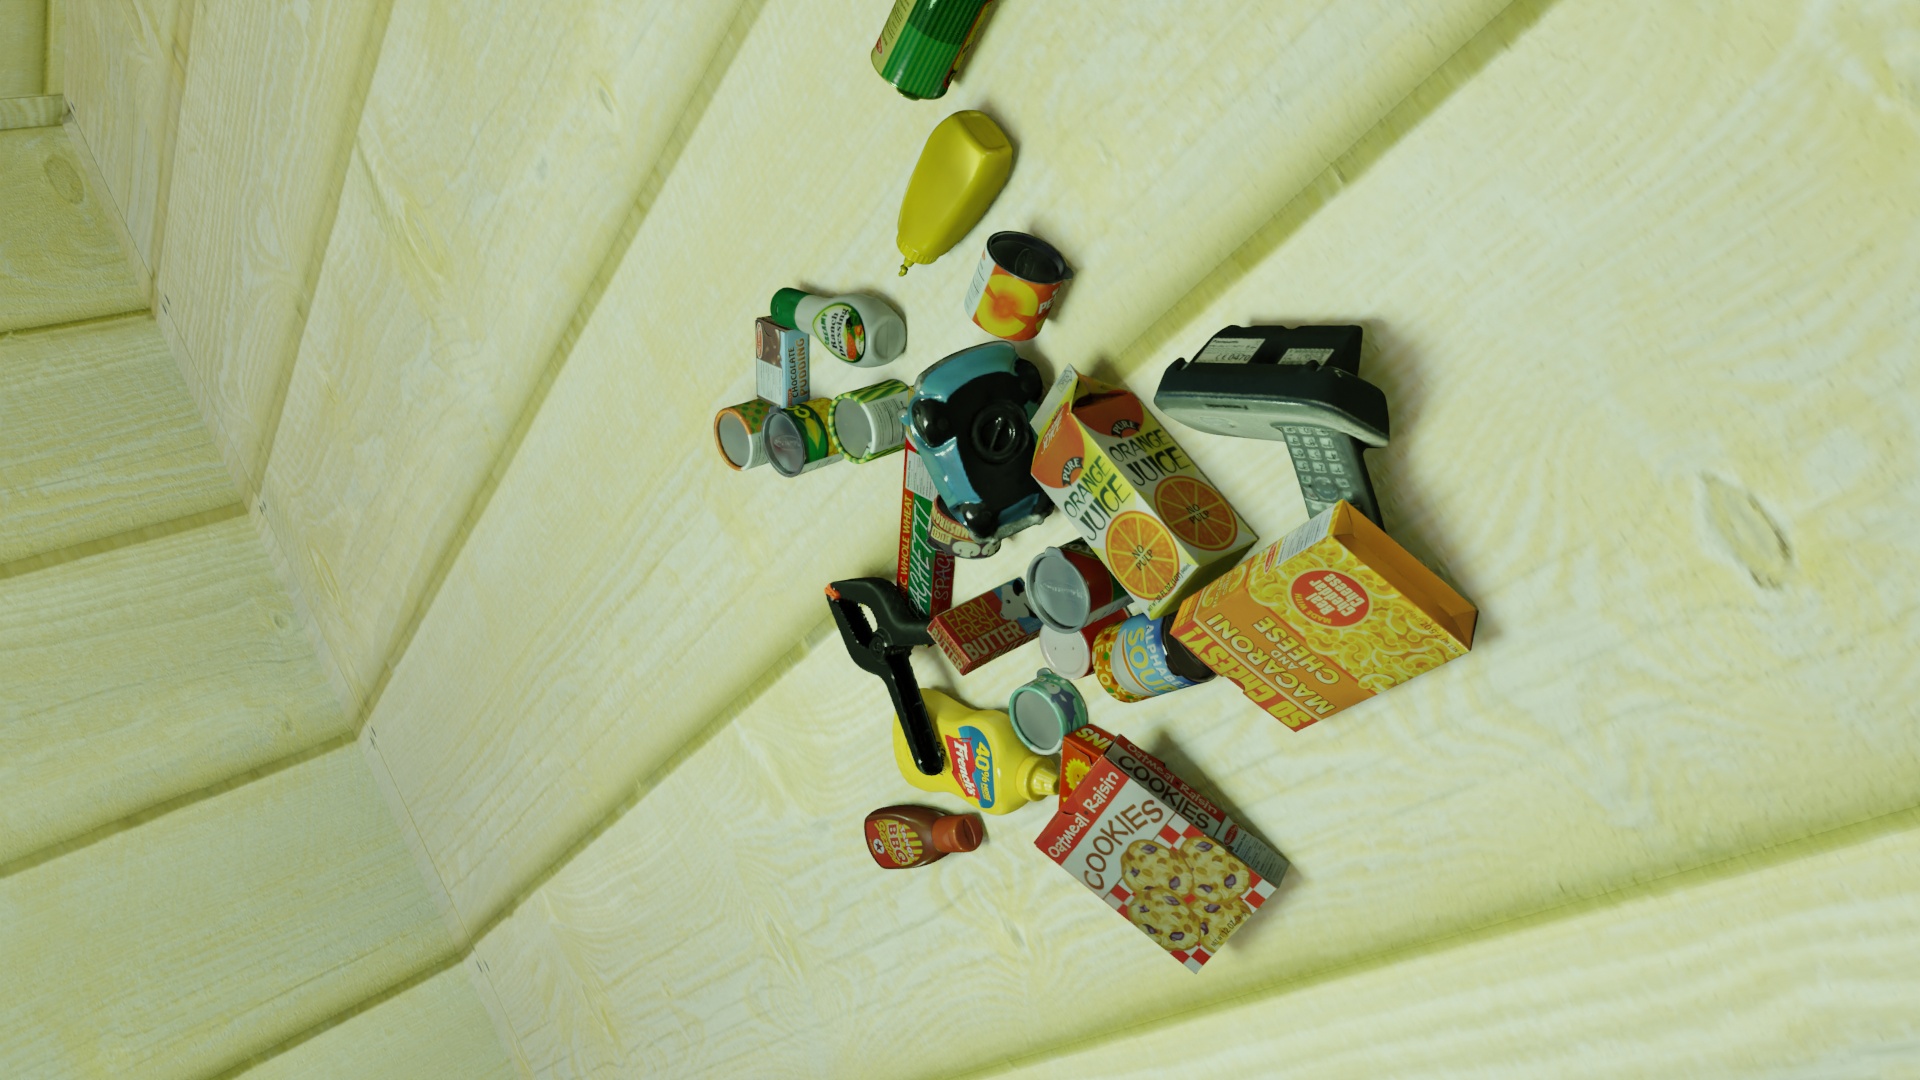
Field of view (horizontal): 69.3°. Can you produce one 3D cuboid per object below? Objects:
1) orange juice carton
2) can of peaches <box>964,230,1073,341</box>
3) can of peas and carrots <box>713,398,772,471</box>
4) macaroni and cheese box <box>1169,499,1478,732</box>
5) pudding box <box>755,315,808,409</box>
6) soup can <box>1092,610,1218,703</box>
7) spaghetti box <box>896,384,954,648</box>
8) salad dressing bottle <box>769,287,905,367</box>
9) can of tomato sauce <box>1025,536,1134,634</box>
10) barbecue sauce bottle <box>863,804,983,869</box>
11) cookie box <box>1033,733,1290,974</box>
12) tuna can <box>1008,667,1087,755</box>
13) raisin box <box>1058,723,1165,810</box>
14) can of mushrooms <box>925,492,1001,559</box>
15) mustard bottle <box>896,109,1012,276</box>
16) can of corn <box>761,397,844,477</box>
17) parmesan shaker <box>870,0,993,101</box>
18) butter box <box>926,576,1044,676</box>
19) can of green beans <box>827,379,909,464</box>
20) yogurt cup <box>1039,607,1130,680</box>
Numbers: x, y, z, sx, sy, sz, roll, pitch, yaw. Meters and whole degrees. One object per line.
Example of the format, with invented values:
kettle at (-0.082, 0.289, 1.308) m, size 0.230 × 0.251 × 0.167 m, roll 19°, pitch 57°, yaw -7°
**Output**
orange juice carton at (0.123, -0.042, 1.045) m, size 0.193 × 0.073 × 0.071 m, roll 52°, pitch 138°, yaw 19°
can of peaches at (0.044, -0.195, 1.072) m, size 0.071 × 0.071 × 0.057 m, roll 47°, pitch 135°, yaw 23°
can of peas and carrots at (-0.207, -0.109, 1.392) m, size 0.071 × 0.059 × 0.070 m, roll 22°, pitch 121°, yaw 41°
macaroni and cheese box at (0.242, 0.057, 0.943) m, size 0.123 × 0.040 × 0.165 m, roll 38°, pitch 140°, yaw -10°
pudding box at (-0.173, -0.173, 1.348) m, size 0.050 × 0.030 × 0.083 m, roll 26°, pitch 125°, yaw 40°
soup can at (0.151, 0.088, 1.073) m, size 0.083 × 0.071 × 0.071 m, roll -27°, pitch 86°, yaw 50°
spaghetti box at (-0.029, -0.020, 1.257) m, size 0.050 × 0.029 × 0.248 m, roll 28°, pitch 126°, yaw 37°
salad dressing bottle at (-0.114, -0.198, 1.262) m, size 0.148 × 0.044 × 0.064 m, roll 24°, pitch 122°, yaw 40°
can of tomato sauce at (0.103, 0.027, 1.090) m, size 0.071 × 0.083 × 0.071 m, roll 22°, pitch 122°, yaw 41°
barbecue sauce bottle at (-0.037, 0.296, 1.394) m, size 0.148 × 0.044 × 0.065 m, roll -18°, pitch 92°, yaw 49°
cookie box at (0.158, 0.252, 1.116) m, size 0.167 × 0.040 × 0.122 m, roll 37°, pitch 125°, yaw 10°
tuna can at (0.075, 0.150, 1.215) m, size 0.071 × 0.033 × 0.070 m, roll 22°, pitch 123°, yaw 40°
raisin box at (0.126, 0.230, 1.189) m, size 0.086 × 0.040 × 0.122 m, roll 25°, pitch 123°, yaw 40°
can of mushrooms at (0.004, -0.015, 1.191) m, size 0.071 × 0.071 × 0.033 m, roll 38°, pitch 130°, yaw 31°
mustard bottle at (-0.016, -0.270, 1.117) m, size 0.065 × 0.049 × 0.159 m, roll 55°, pitch 139°, yaw 15°
can of corn at (-0.148, -0.102, 1.330) m, size 0.071 × 0.058 × 0.071 m, roll 22°, pitch 122°, yaw 41°
parmesan shaker at (-0.018, -0.394, 1.049) m, size 0.071 × 0.071 × 0.102 m, roll 54°, pitch 137°, yaw 16°
butter box at (0.025, 0.072, 1.180) m, size 0.053 × 0.104 × 0.024 m, roll 51°, pitch 138°, yaw 18°
can of green beans at (-0.077, -0.107, 1.250) m, size 0.071 × 0.058 × 0.071 m, roll 22°, pitch 122°, yaw 41°
yogurt cup at (0.102, 0.080, 1.138) m, size 0.072 × 0.054 × 0.072 m, roll 21°, pitch 121°, yaw 41°
